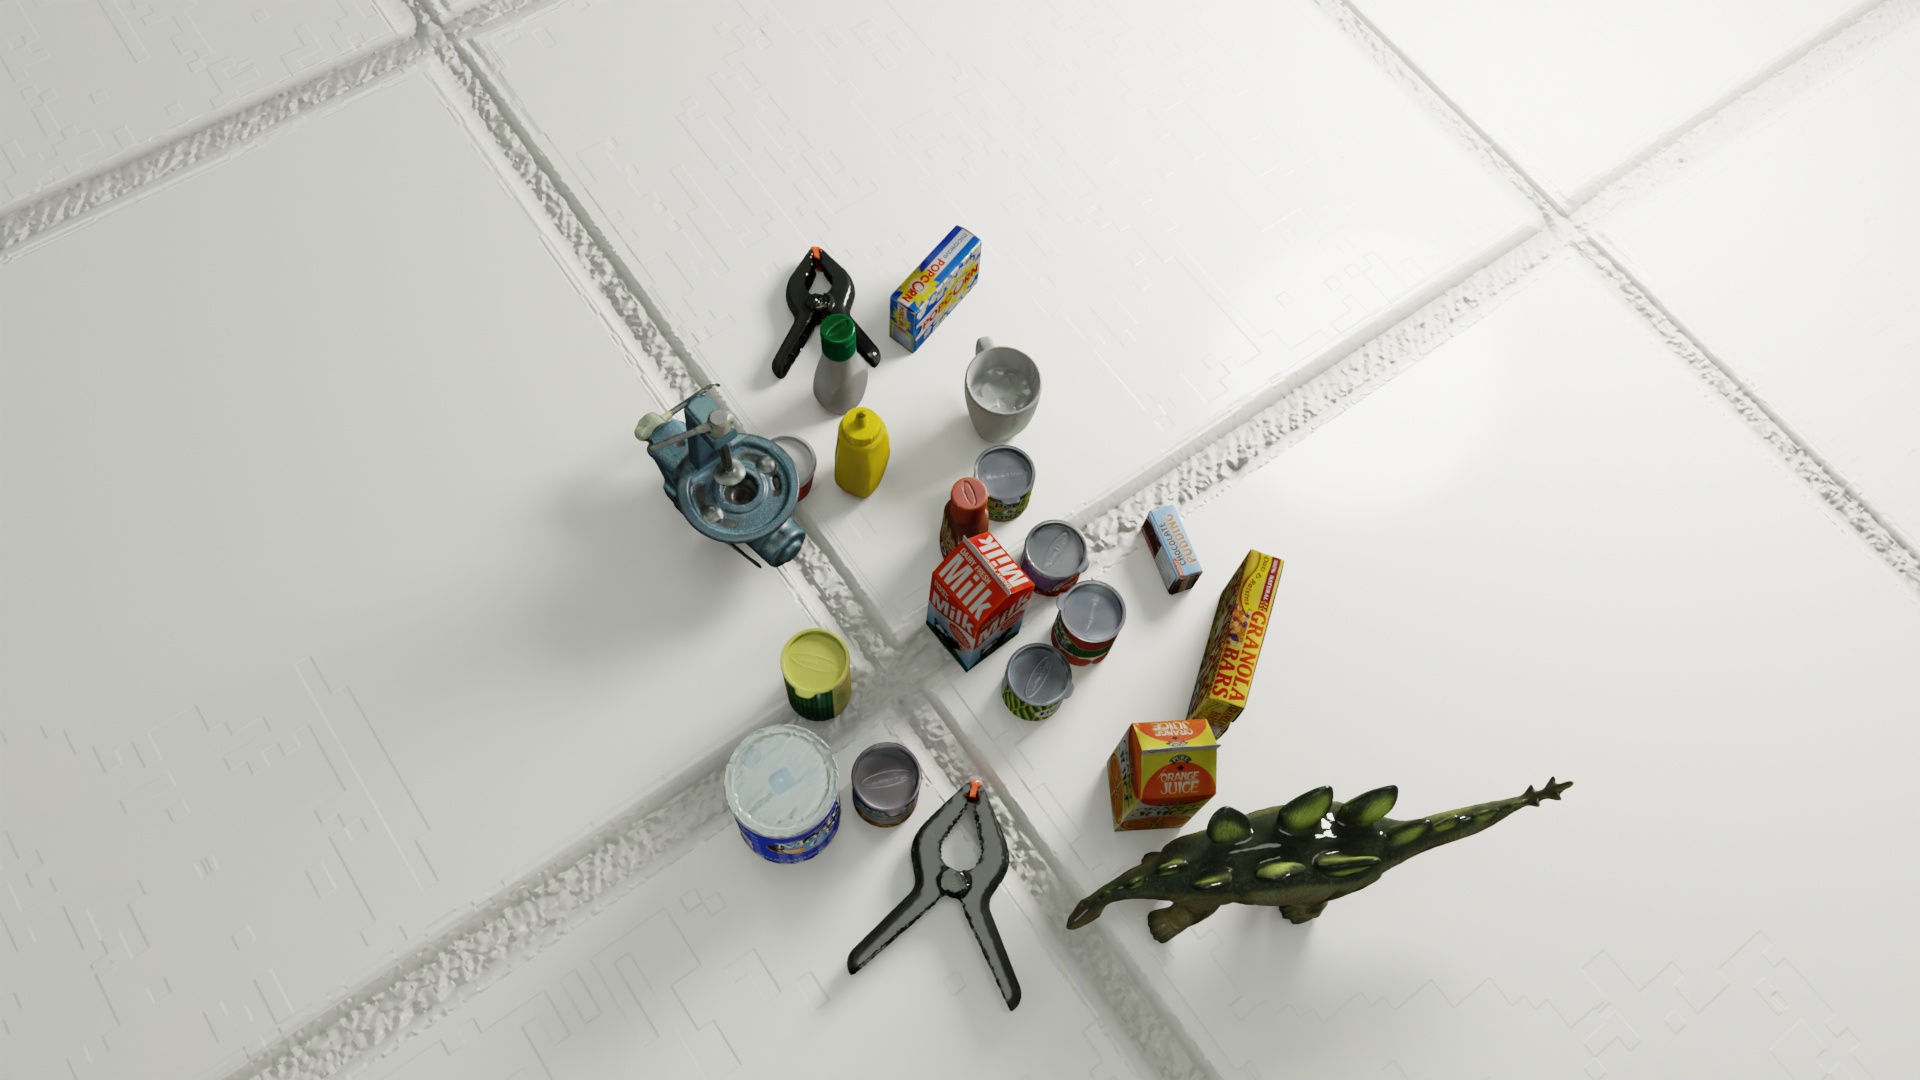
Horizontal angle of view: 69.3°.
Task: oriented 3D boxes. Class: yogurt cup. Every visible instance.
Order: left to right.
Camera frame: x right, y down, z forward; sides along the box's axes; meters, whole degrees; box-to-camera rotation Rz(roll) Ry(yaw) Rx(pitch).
[{"bbox_3d":[-0.187,-0.073,1.481,0.072,0.053,0.072,1,67,-3],"label":"yogurt cup"}]

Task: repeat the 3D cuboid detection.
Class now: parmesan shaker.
[{"bbox_3d":[-0.142,0.136,1.366,0.071,0.102,0.071,1,67,-3],"label":"parmesan shaker"}]

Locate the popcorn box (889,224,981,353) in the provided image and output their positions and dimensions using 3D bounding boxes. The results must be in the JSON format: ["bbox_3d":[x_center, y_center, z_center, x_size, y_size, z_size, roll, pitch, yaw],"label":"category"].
[{"bbox_3d":[-0.028,-0.283,1.566,0.038,0.085,0.127,35,69,11],"label":"popcorn box"}]

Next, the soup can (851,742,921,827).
[{"bbox_3d":[-0.071,0.239,1.336,0.071,0.083,0.071,1,67,-3],"label":"soup can"}]

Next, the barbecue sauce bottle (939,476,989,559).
[{"bbox_3d":[0.005,-0.018,1.418,0.044,0.148,0.065,-16,69,-10],"label":"barbecue sauce bottle"}]

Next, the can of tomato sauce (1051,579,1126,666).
[{"bbox_3d":[0.128,0.086,1.417,0.071,0.082,0.071,1,67,-3],"label":"can of tomato sauce"}]

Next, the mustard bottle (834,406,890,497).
[{"bbox_3d":[-0.102,-0.100,1.441,0.049,0.159,0.065,23,67,6],"label":"mustard bottle"}]

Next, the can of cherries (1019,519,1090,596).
[{"bbox_3d":[0.099,0.021,1.457,0.071,0.058,0.072,1,67,-3],"label":"can of cherries"}]

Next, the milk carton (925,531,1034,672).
[{"bbox_3d":[0.018,0.056,1.364,0.074,0.189,0.072,-36,74,-17],"label":"milk carton"}]

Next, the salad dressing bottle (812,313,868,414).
[{"bbox_3d":[-0.129,-0.188,1.484,0.064,0.147,0.044,-39,75,-18],"label":"salad dressing bottle"}]

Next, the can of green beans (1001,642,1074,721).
[{"bbox_3d":[0.076,0.144,1.402,0.071,0.057,0.071,1,67,-3],"label":"can of green beans"}]

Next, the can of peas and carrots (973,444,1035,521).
[{"bbox_3d":[0.046,-0.059,1.488,0.071,0.058,0.071,1,67,-3],"label":"can of peas and carrots"}]

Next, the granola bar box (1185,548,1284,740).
[{"bbox_3d":[0.274,0.107,1.396,0.039,0.123,0.166,19,67,4],"label":"granola bar box"}]

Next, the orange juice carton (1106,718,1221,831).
[{"bbox_3d":[0.190,0.218,1.305,0.072,0.192,0.073,-2,67,-5],"label":"orange juice carton"}]

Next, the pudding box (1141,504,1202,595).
[{"bbox_3d":[0.224,0.009,1.475,0.030,0.049,0.084,-17,69,-11],"label":"pudding box"}]
